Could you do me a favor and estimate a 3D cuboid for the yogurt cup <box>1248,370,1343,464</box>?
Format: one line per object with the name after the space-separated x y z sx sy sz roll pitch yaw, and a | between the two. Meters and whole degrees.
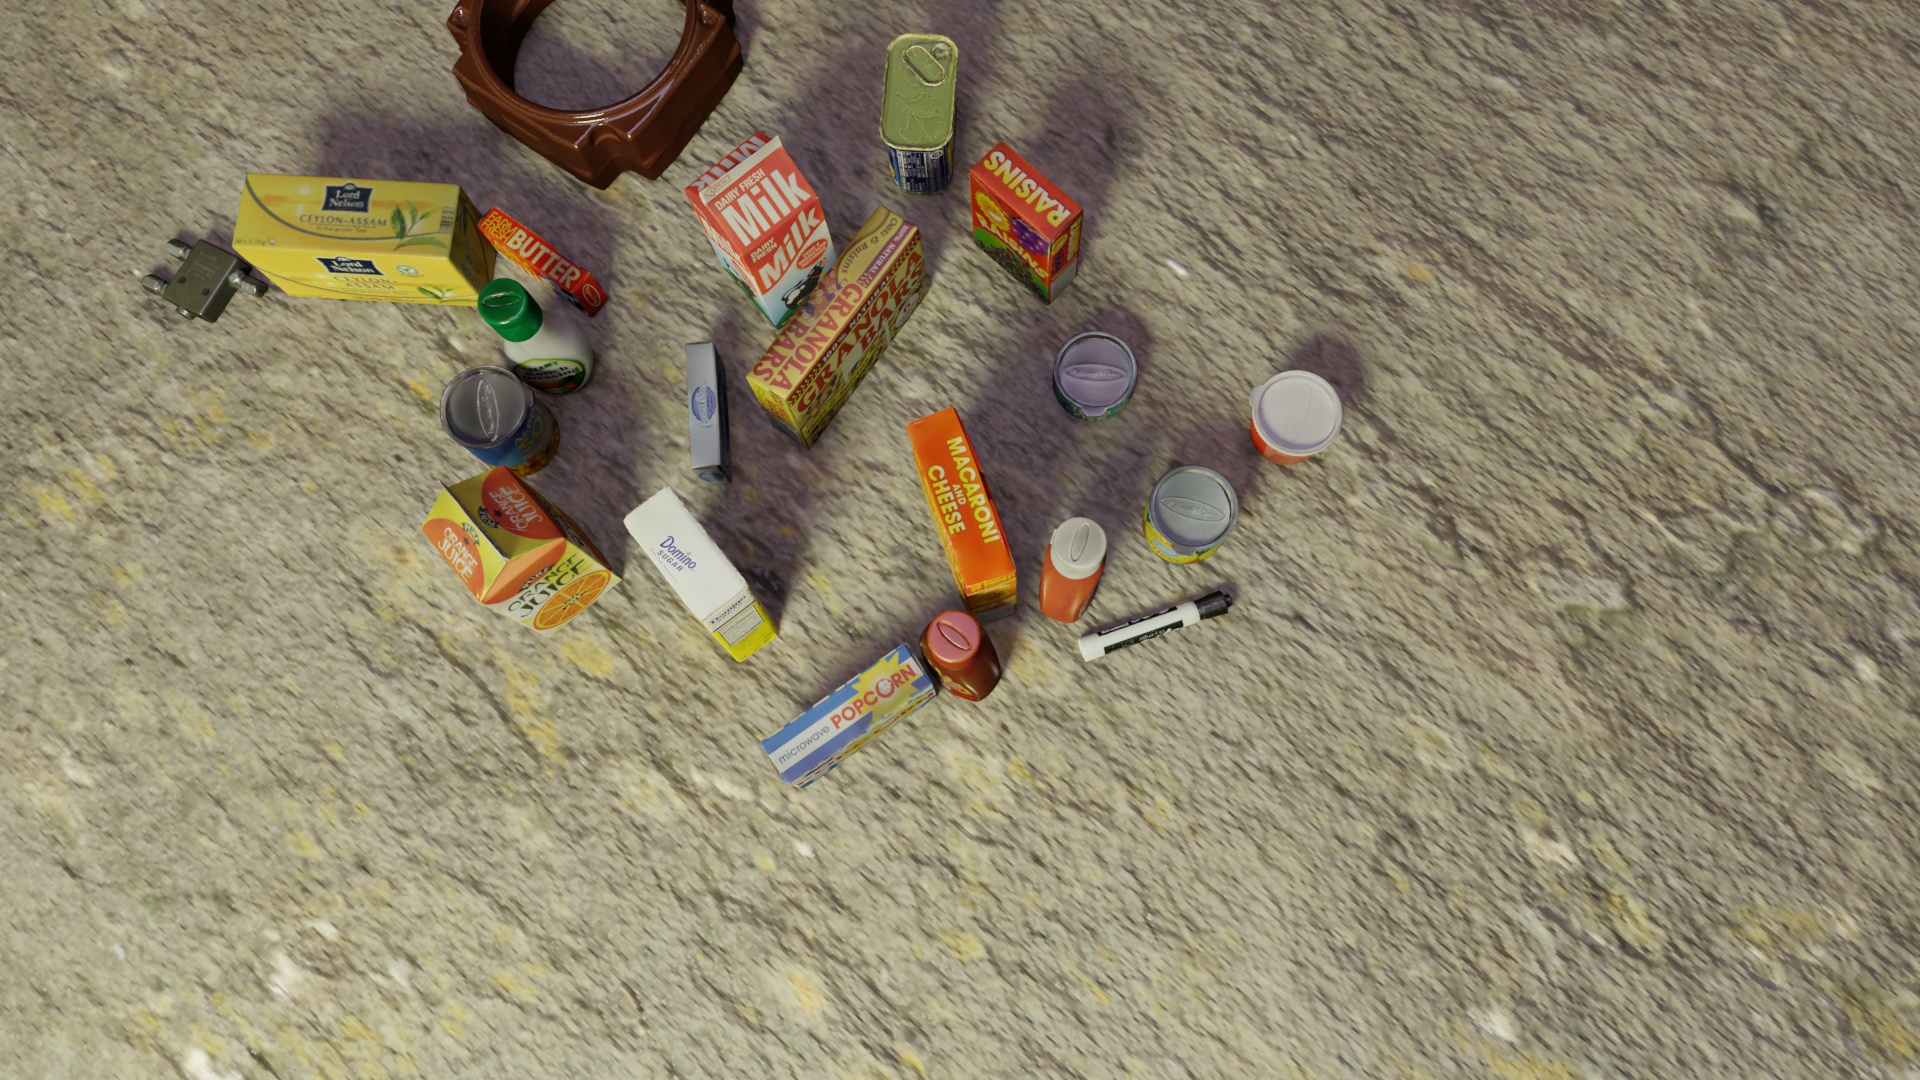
0.256 -0.091 1.073 0.072 0.054 0.072 0 77 2 | yogurt cup

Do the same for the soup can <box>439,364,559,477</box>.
-0.352 -0.091 1.074 0.071 0.083 0.071 0 77 2 | soup can

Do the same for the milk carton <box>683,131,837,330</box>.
-0.149 -0.238 1.049 0.072 0.190 0.073 -40 79 -7 | milk carton

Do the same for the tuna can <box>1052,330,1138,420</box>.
0.106 -0.127 1.096 0.071 0.032 0.071 0 77 2 | tuna can

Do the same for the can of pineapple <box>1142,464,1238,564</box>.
0.172 -0.017 1.055 0.071 0.057 0.071 0 77 2 | can of pineapple

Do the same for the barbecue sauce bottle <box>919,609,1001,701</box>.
-0.001 0.079 0.990 0.065 0.148 0.044 40 81 10 | barbecue sauce bottle

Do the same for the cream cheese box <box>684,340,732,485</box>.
-0.197 -0.098 1.087 0.024 0.053 0.104 -6 77 0 | cream cheese box

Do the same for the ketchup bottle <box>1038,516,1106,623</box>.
0.081 0.017 1.003 0.043 0.148 0.065 19 78 6 | ketchup bottle

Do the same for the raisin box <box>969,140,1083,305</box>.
0.050 -0.244 1.080 0.086 0.123 0.040 44 82 10 | raisin box

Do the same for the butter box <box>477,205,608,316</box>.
-0.337 -0.225 1.122 0.103 0.053 0.024 35 80 9 | butter box

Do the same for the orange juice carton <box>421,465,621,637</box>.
-0.316 0.007 0.994 0.073 0.192 0.072 -40 79 -7 | orange juice carton

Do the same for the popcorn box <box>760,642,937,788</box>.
-0.079 0.130 1.013 0.127 0.085 0.038 -34 78 -6 | popcorn box

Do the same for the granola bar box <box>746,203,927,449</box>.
-0.089 -0.159 1.063 0.039 0.124 0.166 34 80 9 | granola bar box

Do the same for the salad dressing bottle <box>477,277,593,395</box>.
-0.324 -0.154 1.056 0.064 0.147 0.044 -8 77 0 | salad dressing bottle

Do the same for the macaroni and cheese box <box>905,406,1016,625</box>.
0.004 -0.013 1.003 0.040 0.166 0.124 -20 77 -3 | macaroni and cheese box
